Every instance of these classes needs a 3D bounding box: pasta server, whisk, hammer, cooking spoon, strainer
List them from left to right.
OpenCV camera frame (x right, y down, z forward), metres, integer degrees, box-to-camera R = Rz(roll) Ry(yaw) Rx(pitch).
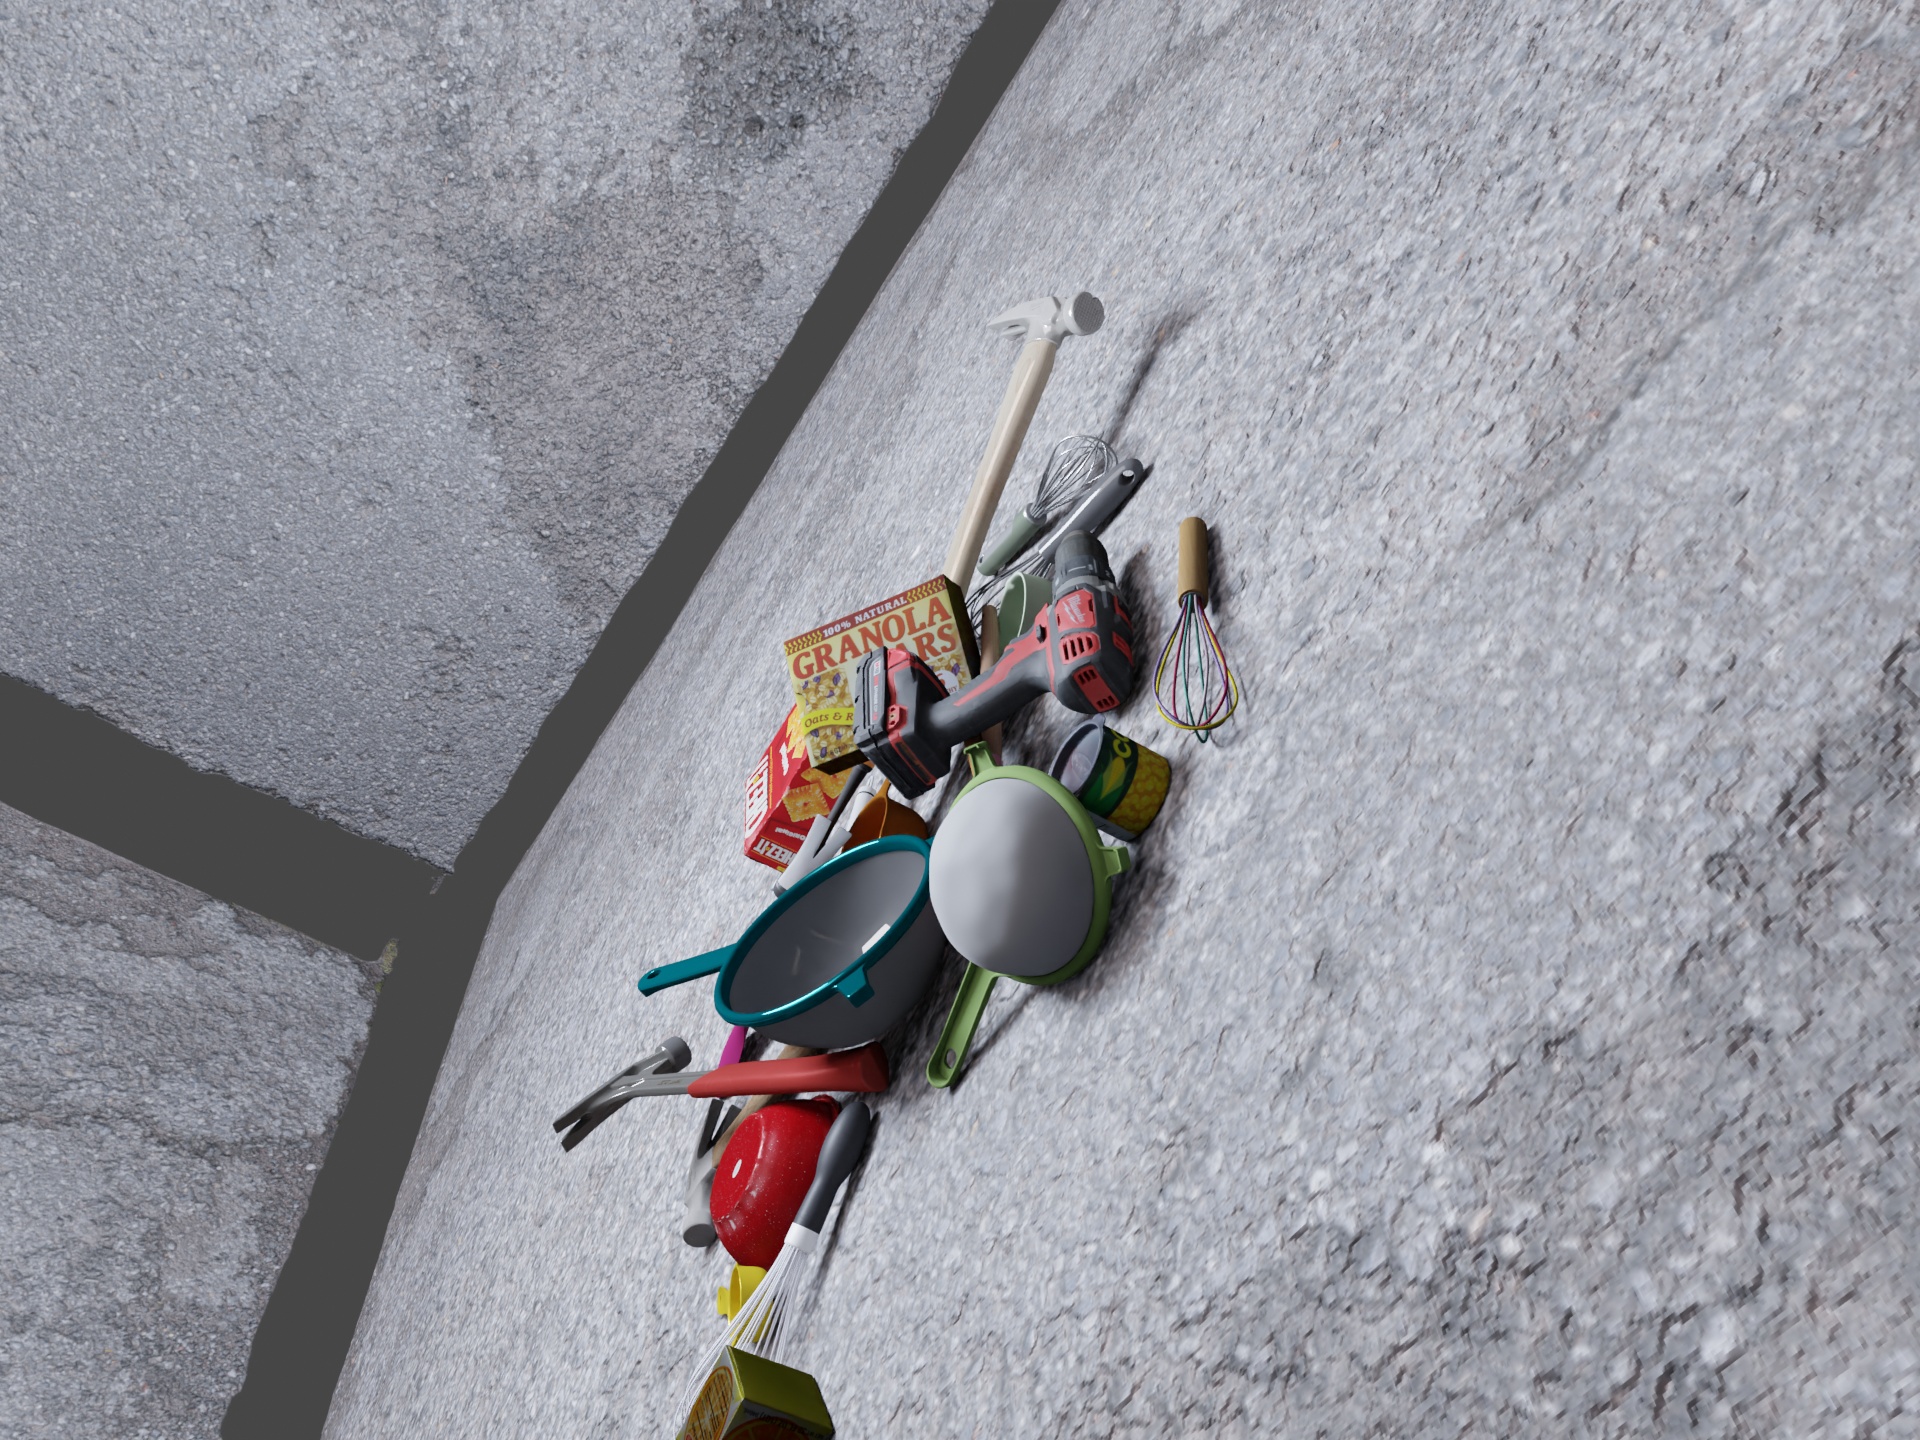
[{"bbox_3d":[-0.196,0.309,1.344,0.359,0.036,0.149,-16,13,44],"label":"hammer"},{"bbox_3d":[-0.195,0.259,1.505,0.069,0.017,0.318,-83,14,-47],"label":"cooking spoon"},{"bbox_3d":[-0.158,0.314,1.418,0.331,0.031,0.130,-55,21,20],"label":"hammer"},{"bbox_3d":[-0.131,0.417,1.184,0.070,0.070,0.285,-22,39,62],"label":"whisk"},{"bbox_3d":[-0.133,0.211,1.305,0.340,0.095,0.211,-21,24,38],"label":"strainer"},{"bbox_3d":[-0.116,0.151,1.522,0.086,0.050,0.259,117,171,-48],"label":"strainer"},{"bbox_3d":[-0.081,0.021,1.504,0.127,0.034,0.337,-54,7,47],"label":"hammer"},{"bbox_3d":[0.007,0.153,1.076,0.152,0.069,0.256,37,119,34],"label":"strainer"},{"bbox_3d":[0.014,-0.195,1.454,0.146,0.038,0.411,7,75,57],"label":"hammer"},{"bbox_3d":[0.031,0.016,1.284,0.060,0.040,0.317,-48,28,36],"label":"pasta server"},{"bbox_3d":[0.073,-0.198,1.491,0.246,0.059,0.058,-42,25,55],"label":"whisk"},{"bbox_3d":[0.081,-0.146,1.411,0.239,0.055,0.055,-45,25,30],"label":"whisk"},{"bbox_3d":[0.165,-0.069,1.102,0.047,0.051,0.245,-26,31,26],"label":"whisk"}]

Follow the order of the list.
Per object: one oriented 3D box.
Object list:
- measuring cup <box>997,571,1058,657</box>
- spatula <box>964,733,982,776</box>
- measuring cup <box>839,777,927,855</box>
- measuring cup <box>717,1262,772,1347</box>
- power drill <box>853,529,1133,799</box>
[{"bbox_3d":[0.048,-0.059,1.399,0.167,0.038,0.083,112,160,-46],"label":"measuring cup"},{"bbox_3d":[-0.002,-0.004,1.408,0.323,0.041,0.081,-105,37,-57],"label":"spatula"},{"bbox_3d":[-0.050,0.078,1.429,0.174,0.052,0.095,-65,19,-13],"label":"measuring cup"},{"bbox_3d":[-0.174,0.466,1.273,0.156,0.029,0.062,130,142,-67],"label":"measuring cup"},{"bbox_3d":[0.031,-0.052,1.259,0.226,0.080,0.188,-25,38,20],"label":"power drill"}]
